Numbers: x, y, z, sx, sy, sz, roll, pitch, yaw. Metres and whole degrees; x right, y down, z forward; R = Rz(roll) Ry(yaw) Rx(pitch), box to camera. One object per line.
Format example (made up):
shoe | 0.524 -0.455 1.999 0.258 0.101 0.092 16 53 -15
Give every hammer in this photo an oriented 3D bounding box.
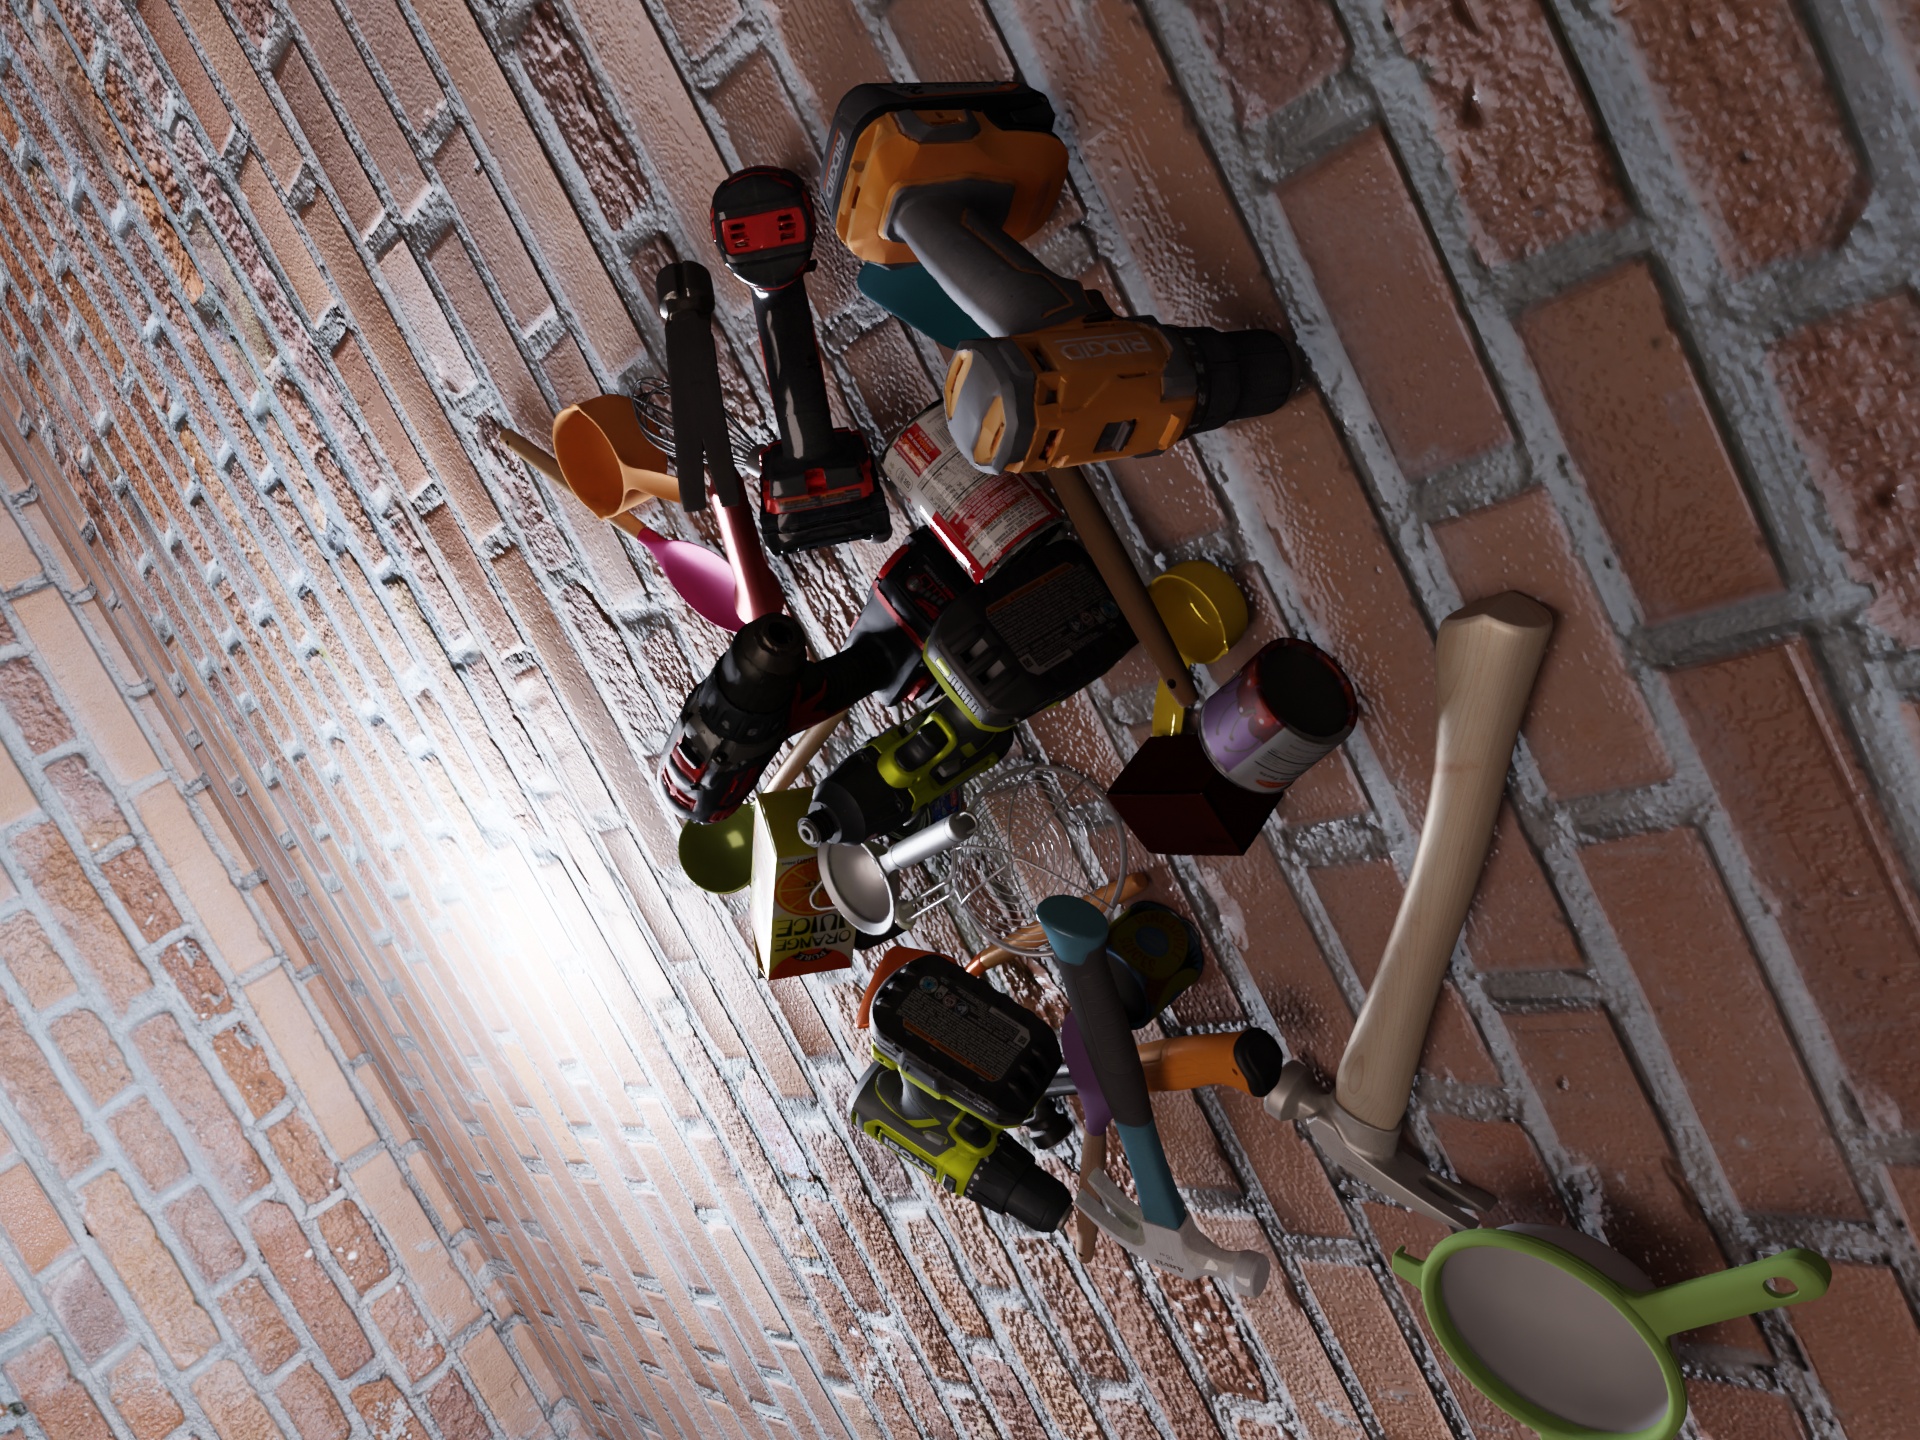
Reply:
hammer | 0.109 0.245 1.025 0.128 0.033 0.330 6 129 35
hammer | 0.263 0.115 0.865 0.146 0.038 0.410 29 135 30
hammer | 0.106 0.236 1.102 0.127 0.034 0.337 56 150 -2
hammer | -0.145 -0.130 1.016 0.359 0.036 0.149 93 168 -72

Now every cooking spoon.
cooking spoon | -0.271 -0.162 1.283 0.319 0.017 0.068 35 137 26

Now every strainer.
strainer | -0.042 0.096 1.108 0.087 0.050 0.258 61 151 2
strainer | 0.367 0.309 0.863 0.151 0.069 0.256 50 141 7

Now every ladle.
ladle | -0.149 0.050 1.271 0.078 0.062 0.320 51 141 7

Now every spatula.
spatula | 0.026 0.162 1.159 0.041 0.081 0.322 37 141 -14
spatula | 0.093 0.303 1.134 0.060 0.018 0.315 29 141 28
spatula | 0.046 -0.144 0.892 0.082 0.044 0.317 -39 76 46

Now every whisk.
whisk | -0.141 -0.178 1.101 0.239 0.055 0.055 32 137 24

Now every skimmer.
skimmer | 0.005 0.128 1.166 0.363 0.090 0.127 140 121 -64

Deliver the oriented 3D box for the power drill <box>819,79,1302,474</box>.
power drill | 0.049 -0.218 0.782 0.226 0.185 0.084 61 148 28

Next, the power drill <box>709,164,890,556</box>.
power drill | -0.103 -0.224 0.967 0.143 0.078 0.219 -107 6 -65

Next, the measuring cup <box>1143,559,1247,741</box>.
measuring cup | 0.133 -0.032 0.922 0.062 0.029 0.156 40 152 26

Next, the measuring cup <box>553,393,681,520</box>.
measuring cup | -0.233 -0.193 1.190 0.174 0.052 0.095 21 130 36

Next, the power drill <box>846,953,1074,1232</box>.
power drill | 0.007 0.286 1.178 0.191 0.080 0.228 30 146 18

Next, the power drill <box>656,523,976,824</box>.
power drill | -0.078 -0.037 0.978 0.080 0.227 0.187 49 143 10

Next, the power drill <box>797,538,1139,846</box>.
power drill | -0.002 -0.003 0.970 0.080 0.171 0.223 52 140 7
